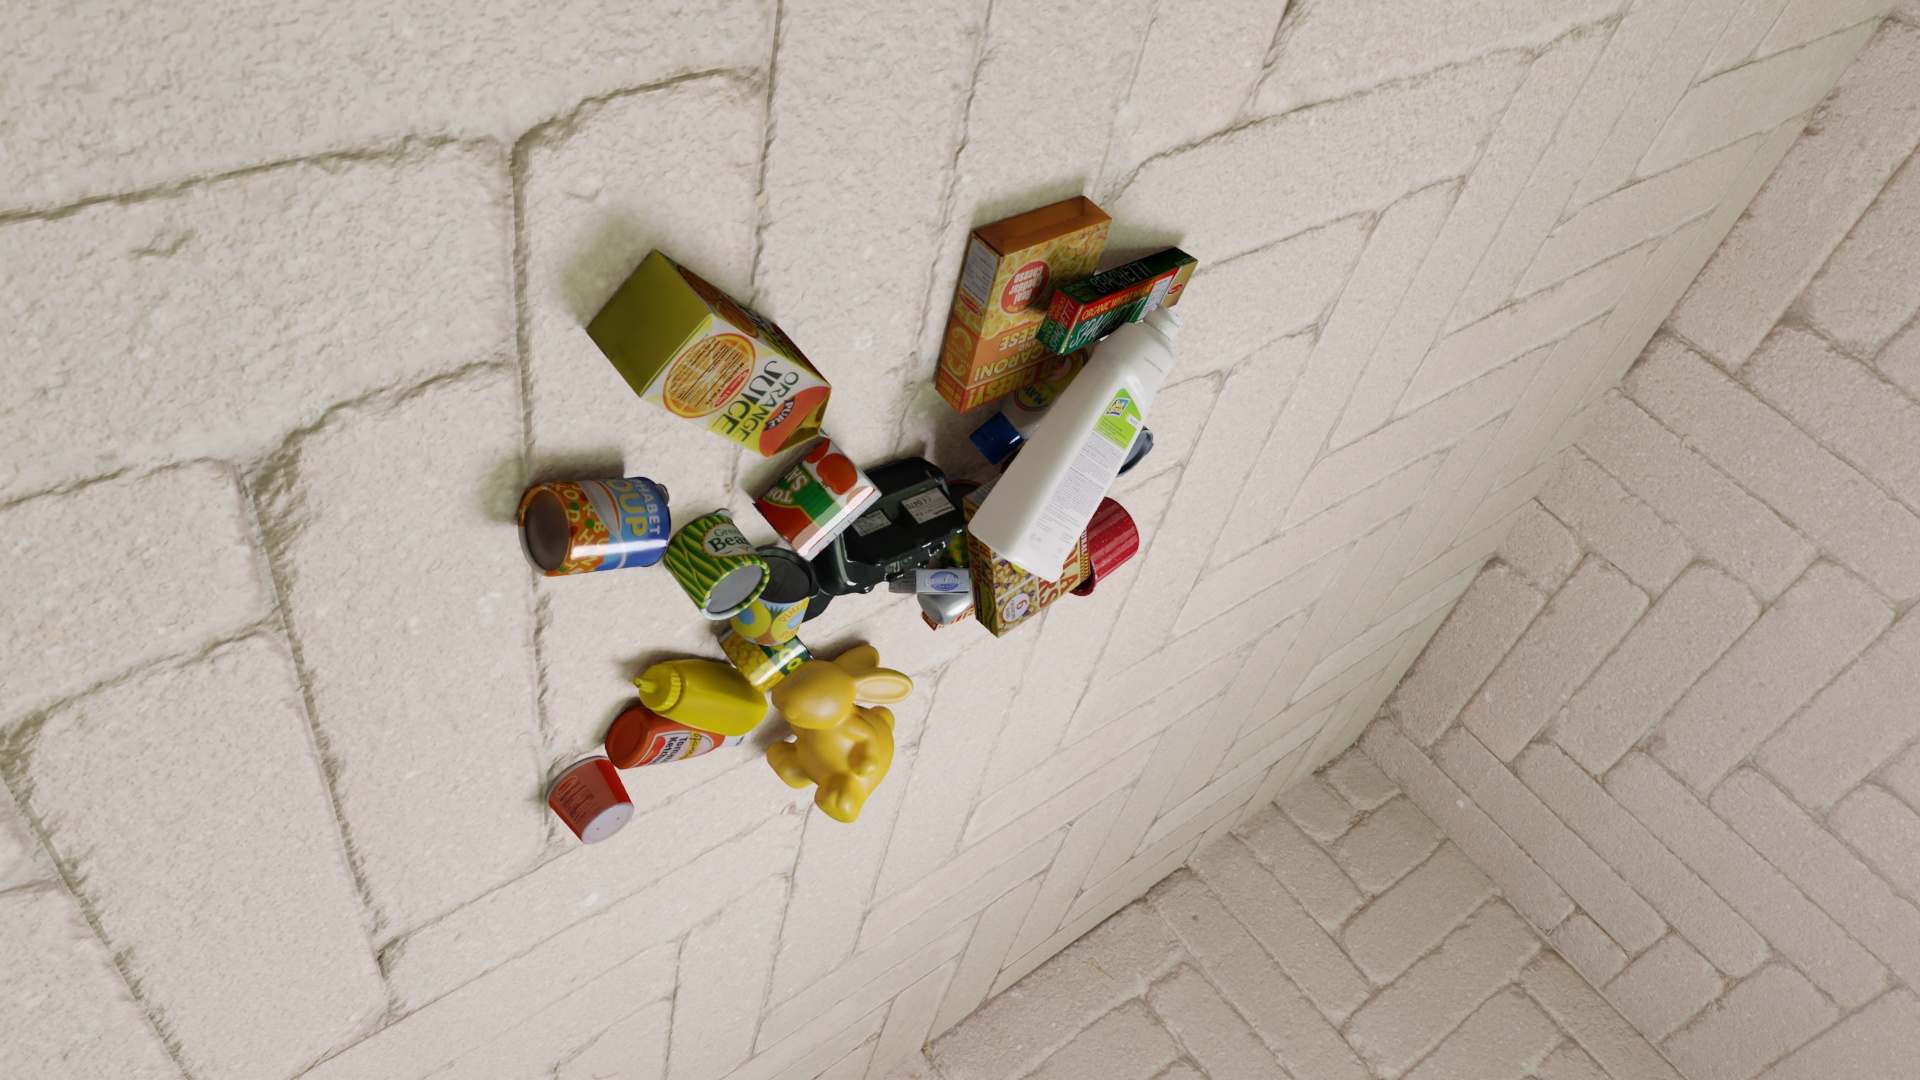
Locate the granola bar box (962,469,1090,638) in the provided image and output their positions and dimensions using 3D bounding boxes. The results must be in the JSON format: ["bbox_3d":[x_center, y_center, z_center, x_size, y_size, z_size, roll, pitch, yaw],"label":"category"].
[{"bbox_3d":[0.066,-0.001,1.316,0.125,0.039,0.164,-33,140,-25],"label":"granola bar box"}]

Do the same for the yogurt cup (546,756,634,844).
[{"bbox_3d":[-0.334,0.239,1.265,0.072,0.054,0.072,-33,152,-20],"label":"yogurt cup"}]

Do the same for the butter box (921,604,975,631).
[{"bbox_3d":[0.009,0.060,1.507,0.104,0.024,0.052,-20,147,-38],"label":"butter box"}]

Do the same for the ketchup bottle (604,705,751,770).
[{"bbox_3d":[-0.257,0.178,1.293,0.064,0.043,0.149,-48,155,22],"label":"ketchup bottle"}]

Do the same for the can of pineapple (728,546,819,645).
[{"bbox_3d":[-0.162,0.049,1.198,0.071,0.071,0.057,-20,147,-38],"label":"can of pineapple"}]

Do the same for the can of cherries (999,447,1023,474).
[{"bbox_3d":[0.078,-0.058,1.383,0.071,0.071,0.058,-46,153,7],"label":"can of cherries"}]

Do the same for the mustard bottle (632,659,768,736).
[{"bbox_3d":[-0.239,0.136,1.235,0.048,0.065,0.160,-49,148,11],"label":"mustard bottle"}]

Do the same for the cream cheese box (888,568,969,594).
[{"bbox_3d":[-0.032,0.040,1.337,0.053,0.024,0.103,0,178,-17],"label":"cream cheese box"}]

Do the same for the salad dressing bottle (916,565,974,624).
[{"bbox_3d":[0.022,0.027,1.443,0.148,0.064,0.044,-39,112,-23],"label":"salad dressing bottle"}]

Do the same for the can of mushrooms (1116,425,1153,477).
[{"bbox_3d":[0.172,-0.102,1.479,0.071,0.033,0.070,-33,152,-20],"label":"can of mushrooms"}]

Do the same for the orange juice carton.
[{"bbox_3d":[-0.156,-0.117,0.950,0.073,0.072,0.192,-47,154,9],"label":"orange juice carton"}]

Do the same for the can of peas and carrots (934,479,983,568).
[{"bbox_3d":[0.005,-0.017,1.335,0.071,0.071,0.058,-21,146,-37],"label":"can of peas and carrots"}]

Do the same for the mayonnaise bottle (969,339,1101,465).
[{"bbox_3d":[0.075,-0.129,1.272,0.148,0.065,0.041,-40,147,4],"label":"mayonnaise bottle"}]

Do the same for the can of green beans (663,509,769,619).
[{"bbox_3d":[-0.196,0.022,1.121,0.071,0.058,0.071,-33,153,-20],"label":"can of green beans"}]

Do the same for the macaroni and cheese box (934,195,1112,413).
[{"bbox_3d":[0.050,-0.195,1.157,0.124,0.040,0.165,-25,149,-33],"label":"macaroni and cheese box"}]

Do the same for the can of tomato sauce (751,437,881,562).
[{"bbox_3d":[-0.118,-0.035,1.139,0.083,0.071,0.071,-43,154,-1],"label":"can of tomato sauce"}]

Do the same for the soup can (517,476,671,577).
[{"bbox_3d":[-0.256,-0.012,0.976,0.084,0.071,0.071,-7,137,-50],"label":"soup can"}]

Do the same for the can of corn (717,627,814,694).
[{"bbox_3d":[-0.175,0.098,1.253,0.058,0.071,0.071,-38,154,-7],"label":"can of corn"}]

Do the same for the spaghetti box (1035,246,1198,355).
[{"bbox_3d":[0.140,-0.211,1.204,0.251,0.029,0.050,-31,151,-54],"label":"spaghetti box"}]
